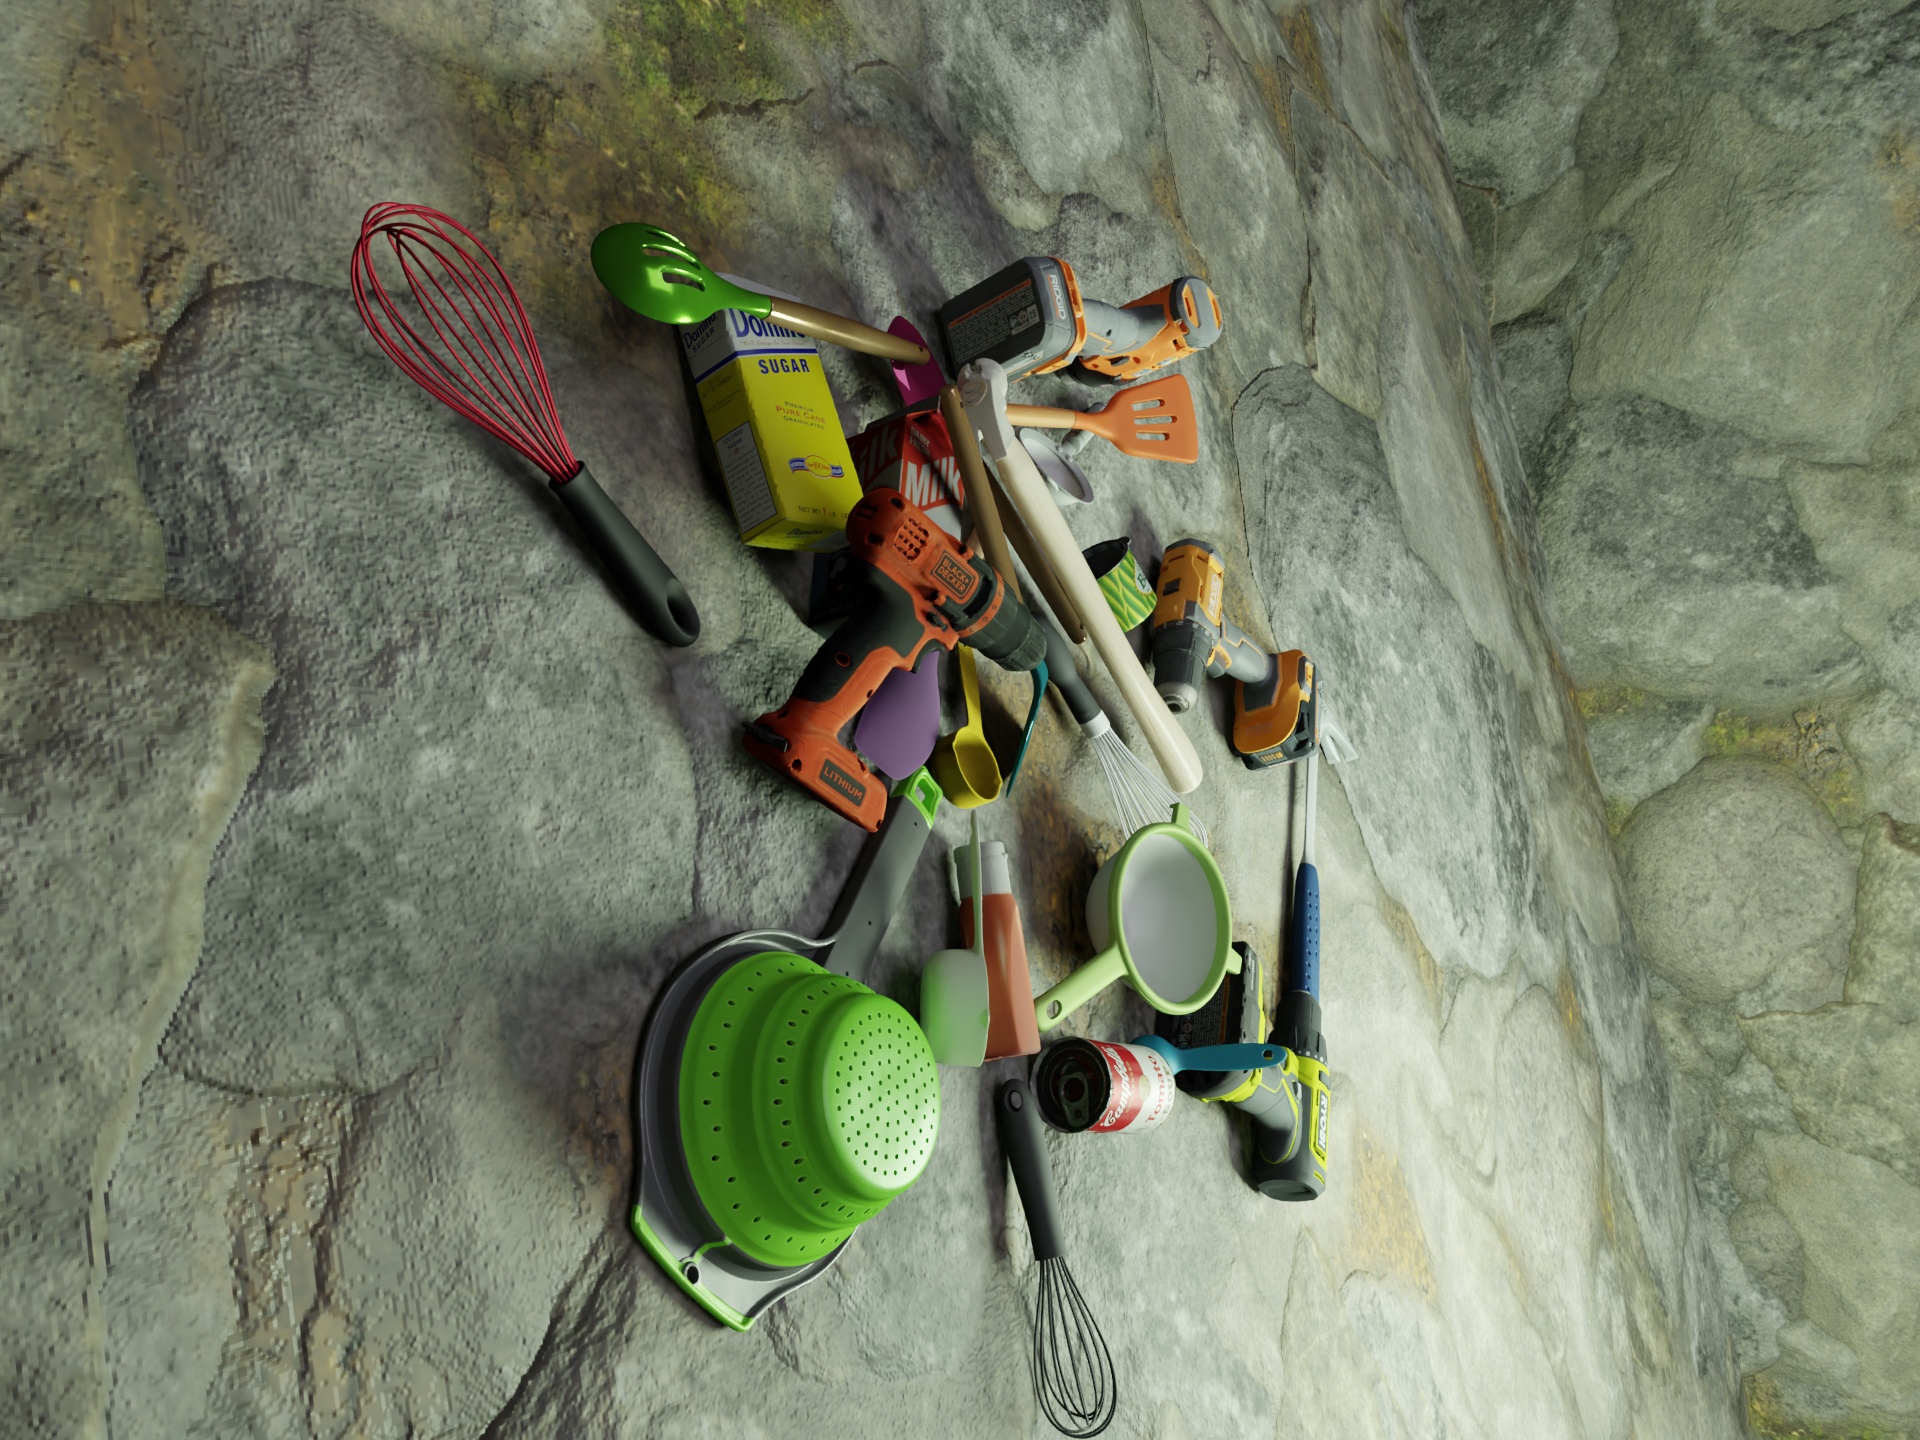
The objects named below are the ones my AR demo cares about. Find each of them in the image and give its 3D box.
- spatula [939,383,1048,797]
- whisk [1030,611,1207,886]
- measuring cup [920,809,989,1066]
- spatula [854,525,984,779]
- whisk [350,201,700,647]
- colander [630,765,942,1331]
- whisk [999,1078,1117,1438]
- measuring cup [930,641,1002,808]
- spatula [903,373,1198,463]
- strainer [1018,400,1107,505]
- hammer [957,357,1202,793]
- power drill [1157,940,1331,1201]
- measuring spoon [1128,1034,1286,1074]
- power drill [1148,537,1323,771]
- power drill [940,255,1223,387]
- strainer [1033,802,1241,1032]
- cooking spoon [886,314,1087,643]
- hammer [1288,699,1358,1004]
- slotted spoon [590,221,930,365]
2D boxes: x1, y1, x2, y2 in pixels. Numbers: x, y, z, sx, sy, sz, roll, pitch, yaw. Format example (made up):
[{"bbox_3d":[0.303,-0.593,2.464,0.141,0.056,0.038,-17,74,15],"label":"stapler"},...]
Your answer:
[{"bbox_3d":[0.023,-0.091,1.141,0.082,0.044,0.317,-65,144,-51],"label":"spatula"},{"bbox_3d":[0.127,0.028,1.314,0.284,0.070,0.070,57,36,-17],"label":"whisk"},{"bbox_3d":[-0.006,0.142,1.036,0.083,0.038,0.167,-179,-91,-82],"label":"measuring cup"},{"bbox_3d":[-0.012,-0.072,1.176,0.059,0.018,0.316,41,42,-19],"label":"spatula"},{"bbox_3d":[-0.225,-0.148,0.862,0.295,0.073,0.073,57,36,-36],"label":"whisk"},{"bbox_3d":[-0.053,0.161,0.951,0.204,0.094,0.397,55,38,-27],"label":"colander"},{"bbox_3d":[0.059,0.365,1.085,0.055,0.055,0.239,9,65,-55],"label":"whisk"},{"bbox_3d":[-0.002,-0.004,1.170,0.062,0.029,0.157,38,36,-43],"label":"measuring cup"},{"bbox_3d":[0.081,-0.254,1.318,0.322,0.041,0.081,-6,88,-44],"label":"spatula"},{"bbox_3d":[0.096,-0.237,1.390,0.087,0.050,0.258,44,33,-6],"label":"strainer"},{"bbox_3d":[0.103,-0.087,1.264,0.410,0.038,0.146,57,18,-32],"label":"hammer"},{"bbox_3d":[0.260,0.288,1.386,0.228,0.080,0.191,48,42,-39],"label":"power drill"},{"bbox_3d":[0.192,0.264,1.250,0.021,0.128,0.042,73,14,-70],"label":"measuring spoon"},{"bbox_3d":[0.257,-0.040,1.516,0.226,0.084,0.185,42,45,-33],"label":"power drill"},{"bbox_3d":[0.092,-0.321,1.337,0.226,0.164,0.084,-10,85,-45],"label":"power drill"},{"bbox_3d":[0.114,0.177,1.233,0.256,0.069,0.151,-27,100,-44],"label":"strainer"},{"bbox_3d":[0.026,-0.178,1.244,0.318,0.017,0.069,56,36,-33],"label":"cooking spoon"},{"bbox_3d":[0.360,0.145,1.630,0.143,0.035,0.406,44,44,-38],"label":"hammer"},{"bbox_3d":[-0.111,-0.262,1.020,0.313,0.031,0.070,-1,64,-57],"label":"slotted spoon"}]
